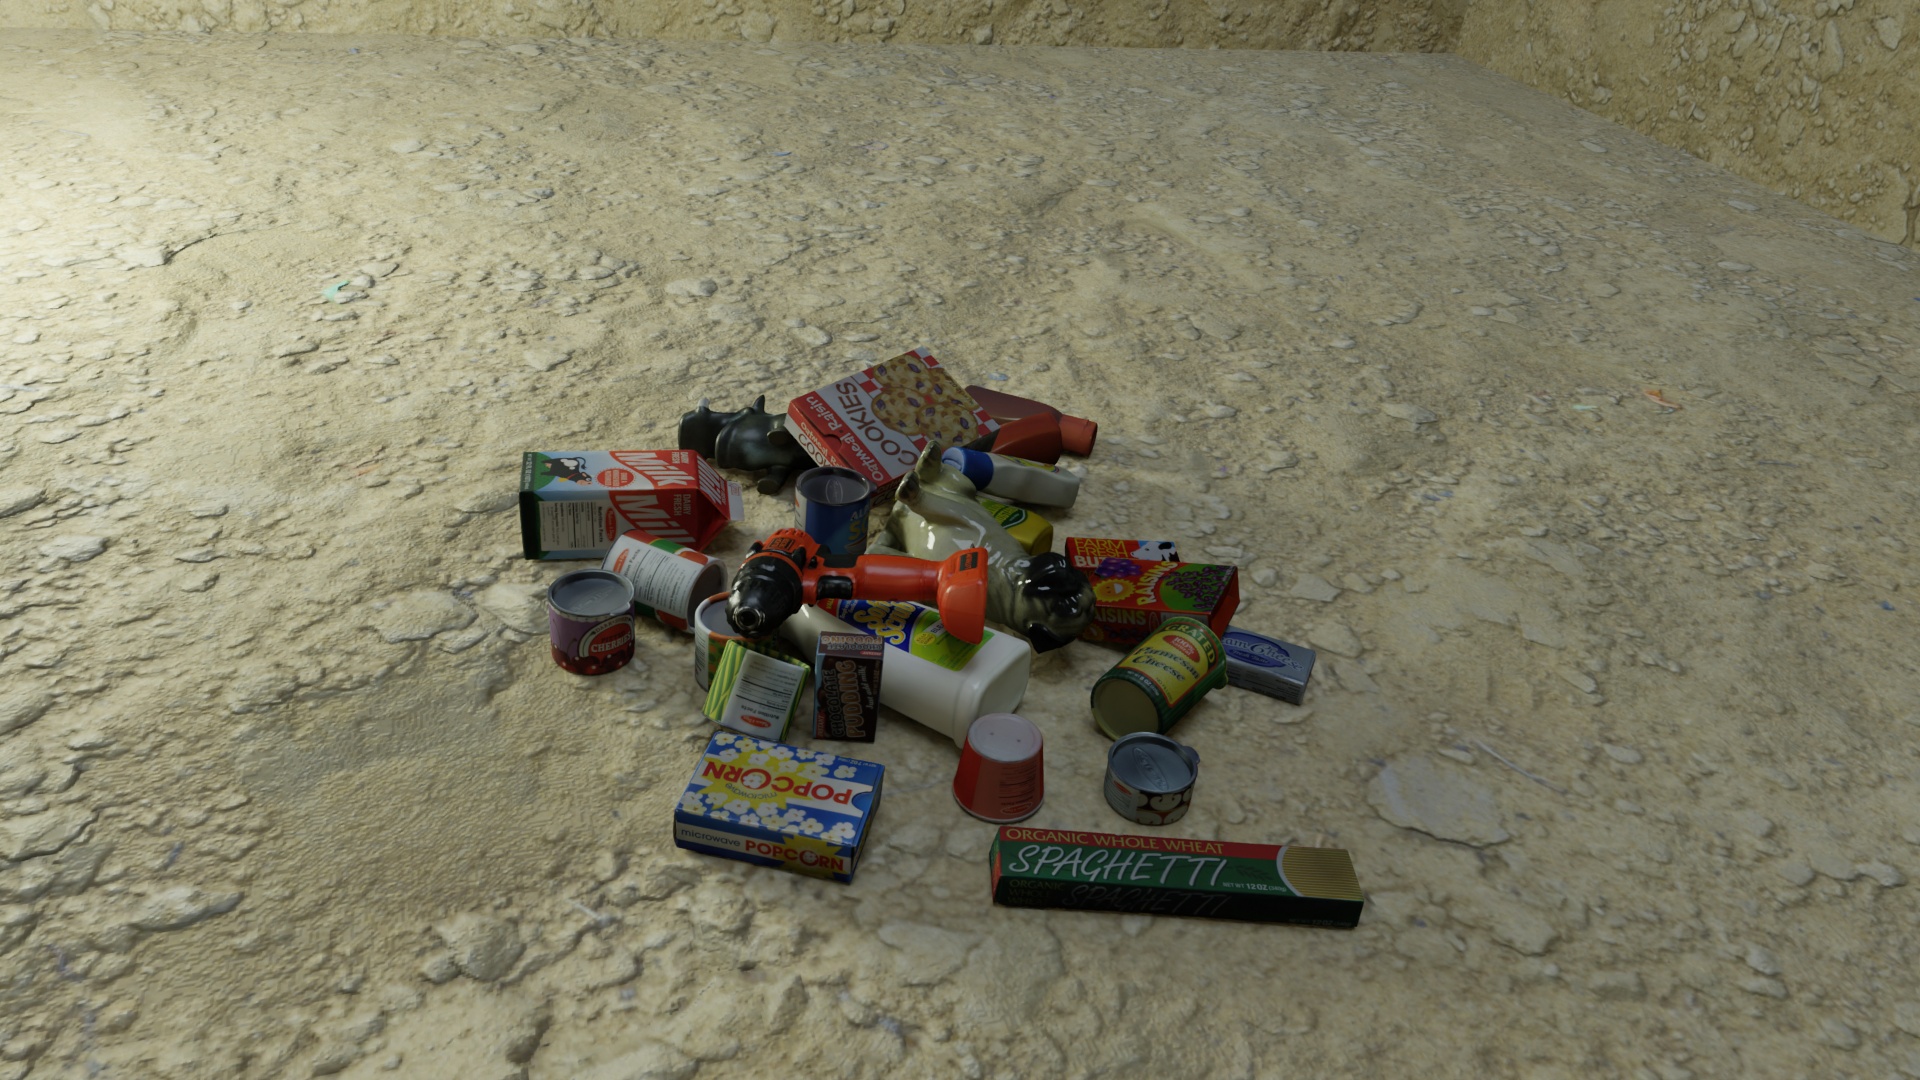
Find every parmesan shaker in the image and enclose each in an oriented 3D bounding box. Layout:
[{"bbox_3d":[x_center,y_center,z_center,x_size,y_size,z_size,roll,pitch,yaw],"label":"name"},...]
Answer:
[{"bbox_3d":[0.159,0.113,1.095,0.071,0.071,0.103,26,37,28],"label":"parmesan shaker"}]

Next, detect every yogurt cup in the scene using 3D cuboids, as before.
[{"bbox_3d":[0.030,0.162,1.005,0.072,0.053,0.073,4,33,-3],"label":"yogurt cup"}]

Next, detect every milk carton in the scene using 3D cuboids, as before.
[{"bbox_3d":[-0.290,-0.033,1.238,0.191,0.073,0.072,-1,33,-13],"label":"milk carton"}]

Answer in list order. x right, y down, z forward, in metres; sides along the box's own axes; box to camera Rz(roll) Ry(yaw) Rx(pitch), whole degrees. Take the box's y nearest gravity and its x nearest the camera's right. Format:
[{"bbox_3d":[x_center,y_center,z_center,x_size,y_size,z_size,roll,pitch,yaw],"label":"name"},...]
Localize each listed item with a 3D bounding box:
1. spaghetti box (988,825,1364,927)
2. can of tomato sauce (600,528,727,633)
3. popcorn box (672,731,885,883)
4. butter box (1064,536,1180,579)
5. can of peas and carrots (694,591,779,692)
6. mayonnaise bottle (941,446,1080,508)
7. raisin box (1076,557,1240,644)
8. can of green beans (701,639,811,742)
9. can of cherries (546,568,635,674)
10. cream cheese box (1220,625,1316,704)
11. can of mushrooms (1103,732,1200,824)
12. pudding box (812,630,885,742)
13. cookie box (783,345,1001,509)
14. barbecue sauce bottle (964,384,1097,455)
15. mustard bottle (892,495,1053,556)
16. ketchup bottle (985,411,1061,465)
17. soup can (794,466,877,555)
[{"bbox_3d":[0.145,0.229,0.944,0.250,0.028,0.050,5,31,-3],"label":"spaghetti box"},{"bbox_3d":[-0.244,0.034,1.149,0.083,0.070,0.071,18,34,17],"label":"can of tomato sauce"},{"bbox_3d":[-0.124,0.183,0.960,0.127,0.038,0.085,10,31,6],"label":"popcorn box"},{"bbox_3d":[0.149,0.021,1.276,0.103,0.024,0.053,3,32,-7],"label":"butter box"},{"bbox_3d":[-0.173,0.081,1.092,0.071,0.058,0.071,5,33,-3],"label":"can of peas and carrots"},{"bbox_3d":[0.045,-0.061,1.322,0.148,0.041,0.065,9,12,-44],"label":"mayonnaise bottle"},{"bbox_3d":[0.167,0.053,1.187,0.123,0.040,0.086,3,29,27],"label":"raisin box"},{"bbox_3d":[-0.150,0.110,1.026,0.071,0.058,0.071,20,-2,1],"label":"can of green beans"},{"bbox_3d":[-0.290,0.065,1.097,0.071,0.058,0.072,5,31,-3],"label":"can of cherries"},{"bbox_3d":[0.242,0.100,1.168,0.104,0.024,0.054,16,32,15],"label":"cream cheese box"},{"bbox_3d":[0.142,0.175,1.024,0.071,0.033,0.071,4,32,-3],"label":"can of mushrooms"},{"bbox_3d":[-0.084,0.109,1.039,0.050,0.083,0.030,6,33,-3],"label":"pudding box"},{"bbox_3d":[-0.064,-0.109,1.316,0.168,0.040,0.123,-28,66,-35],"label":"cookie box"},{"bbox_3d":[0.070,-0.126,1.477,0.148,0.043,0.065,15,33,12],"label":"barbecue sauce bottle"},{"bbox_3d":[0.005,-0.016,1.286,0.160,0.048,0.065,20,32,21],"label":"mustard bottle"},{"bbox_3d":[0.027,-0.083,1.389,0.149,0.064,0.044,-16,55,-18],"label":"ketchup bottle"},{"bbox_3d":[-0.111,-0.014,1.229,0.071,0.083,0.072,5,32,-3],"label":"soup can"}]
